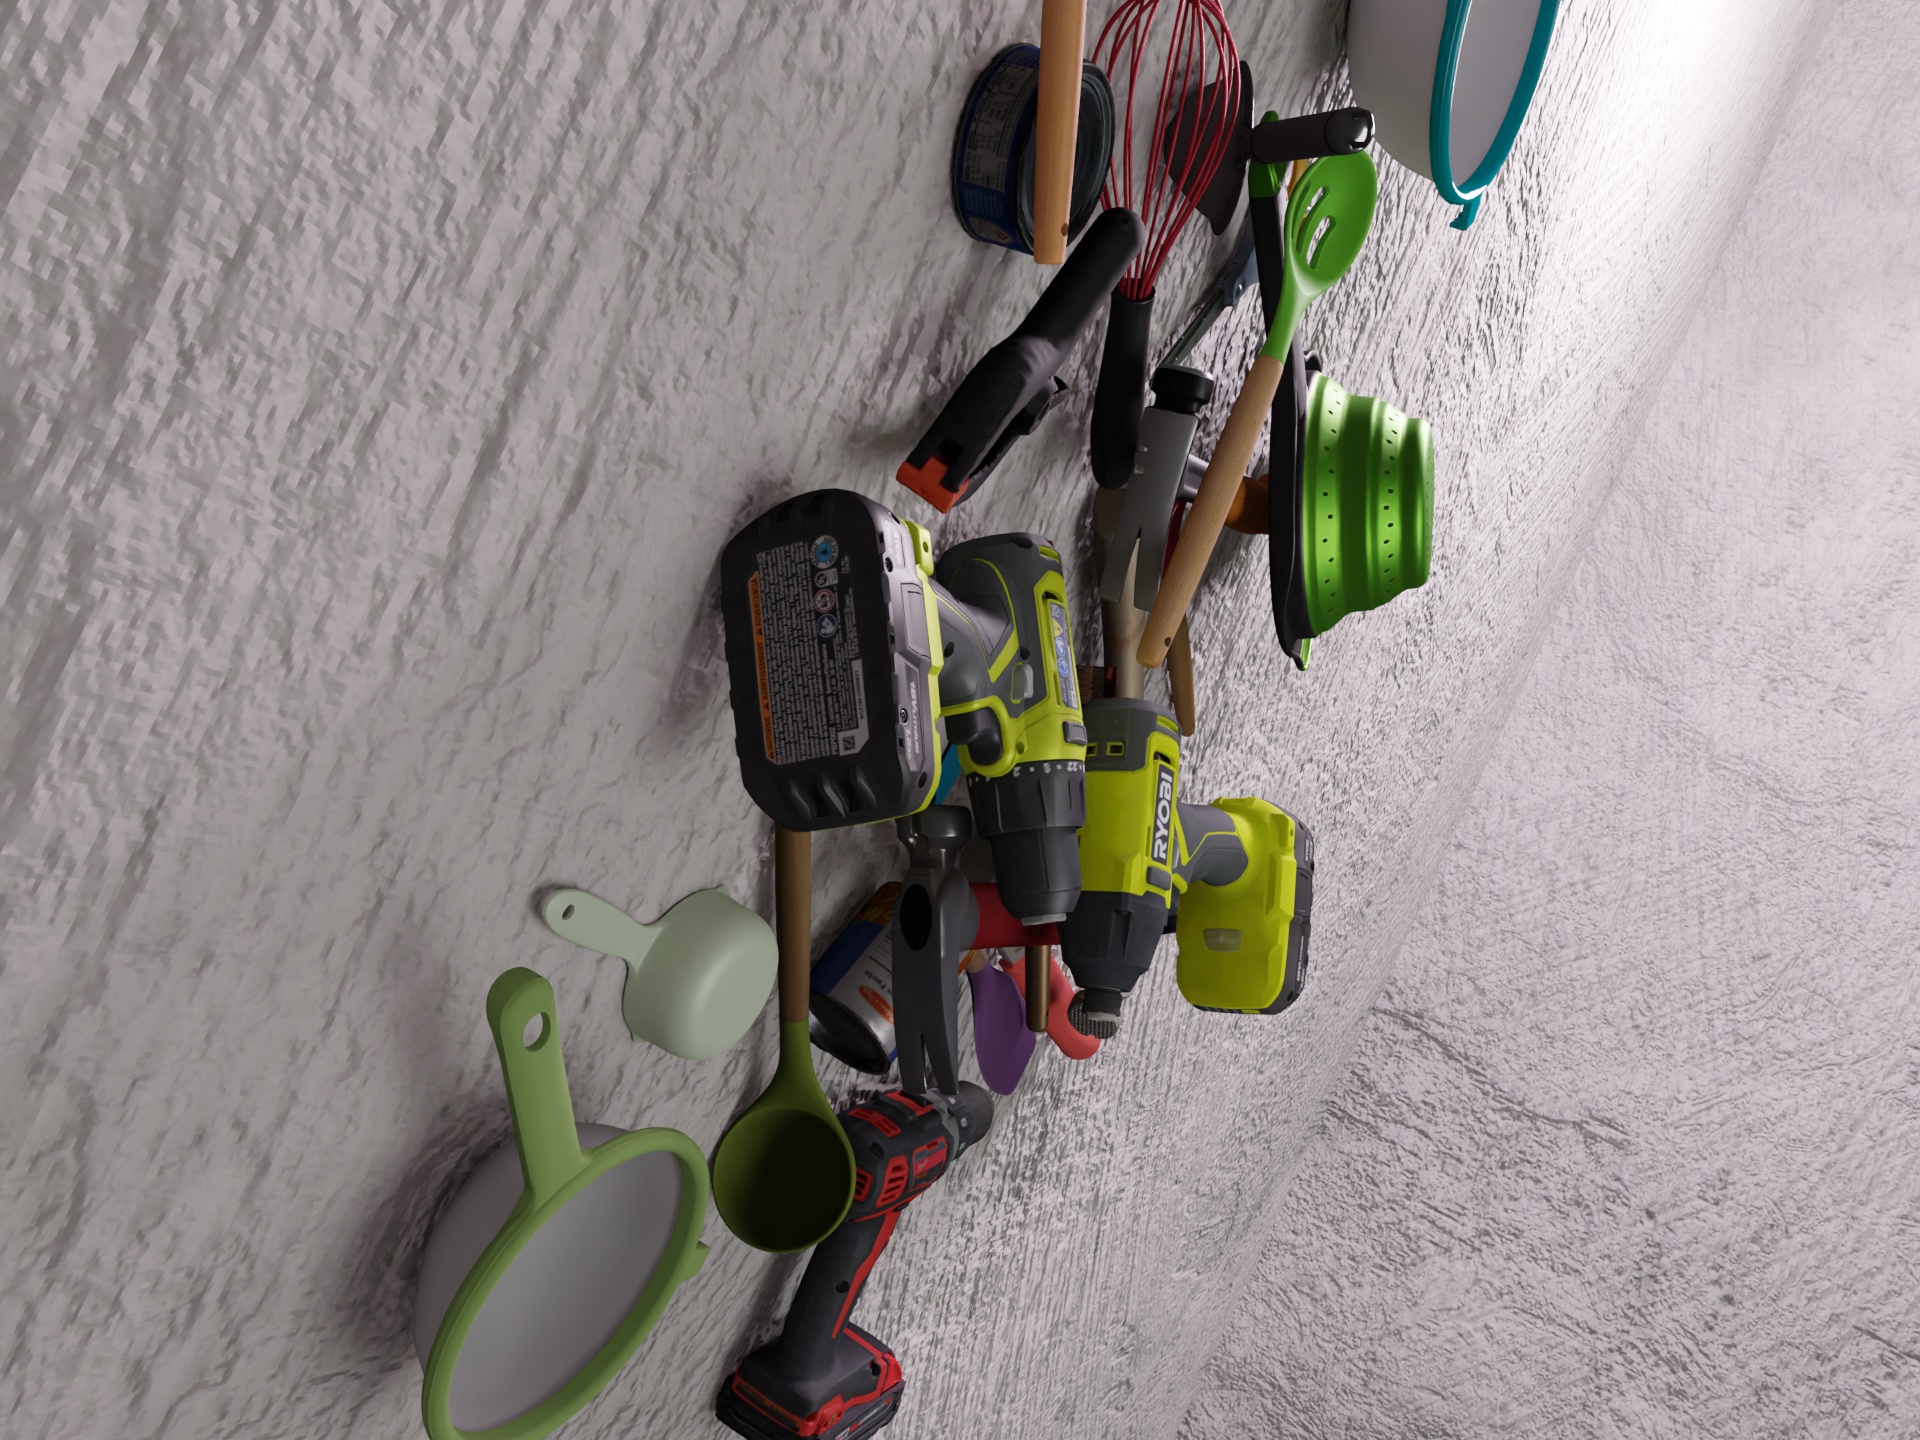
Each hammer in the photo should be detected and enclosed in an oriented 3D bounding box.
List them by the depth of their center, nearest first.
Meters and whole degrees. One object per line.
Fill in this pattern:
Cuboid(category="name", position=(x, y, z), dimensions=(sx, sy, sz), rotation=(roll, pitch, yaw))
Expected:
Cuboid(category="hammer", position=(0.075, 0.129, 0.942), dimensions=(0.386, 0.038, 0.143), rotation=(10, 78, -59))
Cuboid(category="hammer", position=(0.158, -0.131, 0.973), dimensions=(0.337, 0.034, 0.127), rotation=(-9, 114, -69))
Cuboid(category="hammer", position=(0.110, 0.020, 1.056), dimensions=(0.146, 0.038, 0.410), rotation=(-57, 152, -48))
Cuboid(category="hammer", position=(0.046, 0.182, 1.109), dimensions=(0.149, 0.037, 0.358), rotation=(-57, 153, -17))

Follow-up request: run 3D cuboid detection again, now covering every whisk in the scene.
Cuboid(category="whisk", position=(0.089, -0.233, 0.802), dimensions=(0.073, 0.073, 0.295), rotation=(-47, 155, -34))

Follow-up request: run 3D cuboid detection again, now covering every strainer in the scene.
Cuboid(category="strainer", position=(-0.177, 0.182, 0.634), dimensions=(0.151, 0.069, 0.256), rotation=(-38, 143, -41))
Cuboid(category="strainer", position=(0.143, -0.279, 0.764), dimensions=(0.259, 0.050, 0.087), rotation=(-122, -145, -70))
Cuboid(category="strainer", position=(0.266, -0.440, 0.920), dimensions=(0.340, 0.095, 0.211), rotation=(14, 97, -63))

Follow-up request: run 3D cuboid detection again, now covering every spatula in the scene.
Cuboid(category="spatula", position=(0.052, -0.343, 0.613), dimensions=(0.081, 0.041, 0.322), rotation=(-25, 123, -55))
Cuboid(category="spatula", position=(0.001, 0.129, 0.925), dimensions=(0.060, 0.018, 0.315), rotation=(-59, 146, -32))

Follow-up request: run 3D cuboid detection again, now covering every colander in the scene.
Cuboid(category="colander", position=(0.245, -0.196, 0.997), dimensions=(0.396, 0.094, 0.205), rotation=(70, 29, -46))

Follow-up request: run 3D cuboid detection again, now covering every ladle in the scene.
Cuboid(category="ladle", position=(-0.086, 0.132, 0.786), dimensions=(0.062, 0.078, 0.320), rotation=(-63, 159, -60))
Cuboid(category="ladle", position=(0.150, -0.070, 1.100), dimensions=(0.069, 0.031, 0.315), rotation=(-61, 157, -23))

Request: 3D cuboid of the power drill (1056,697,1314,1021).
Cuboid(category="power drill", position=(0.128, 0.099, 0.928), dimensions=(0.223, 0.080, 0.171), rotation=(27, 65, -52))

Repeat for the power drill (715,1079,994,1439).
Cuboid(category="power drill", position=(-0.055, 0.337, 1.010), dimensions=(0.187, 0.080, 0.226), rotation=(1, 108, -63))

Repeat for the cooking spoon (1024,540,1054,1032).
Cuboid(category="cooking spoon", position=(0.047, 0.049, 0.950), dimensions=(0.069, 0.017, 0.318), rotation=(-50, 143, -61))

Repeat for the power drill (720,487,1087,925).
Cuboid(category="power drill", position=(-0.007, -0.002, 0.719), dimensions=(0.228, 0.080, 0.191), rotation=(11, 70, -62))

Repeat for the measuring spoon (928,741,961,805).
Cuboid(category="measuring spoon", position=(-0.001, -0.003, 0.855), dimensions=(0.129, 0.021, 0.042), rotation=(-64, 150, -19))

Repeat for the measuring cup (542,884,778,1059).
Cuboid(category="measuring cup", position=(-0.128, 0.105, 0.695), dimensions=(0.083, 0.038, 0.167), rotation=(-61, 157, -10))

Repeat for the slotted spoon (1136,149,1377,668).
Cuboid(category="slotted spoon", position=(0.153, -0.168, 0.840), dimensions=(0.070, 0.031, 0.314), rotation=(38, 70, -46))
